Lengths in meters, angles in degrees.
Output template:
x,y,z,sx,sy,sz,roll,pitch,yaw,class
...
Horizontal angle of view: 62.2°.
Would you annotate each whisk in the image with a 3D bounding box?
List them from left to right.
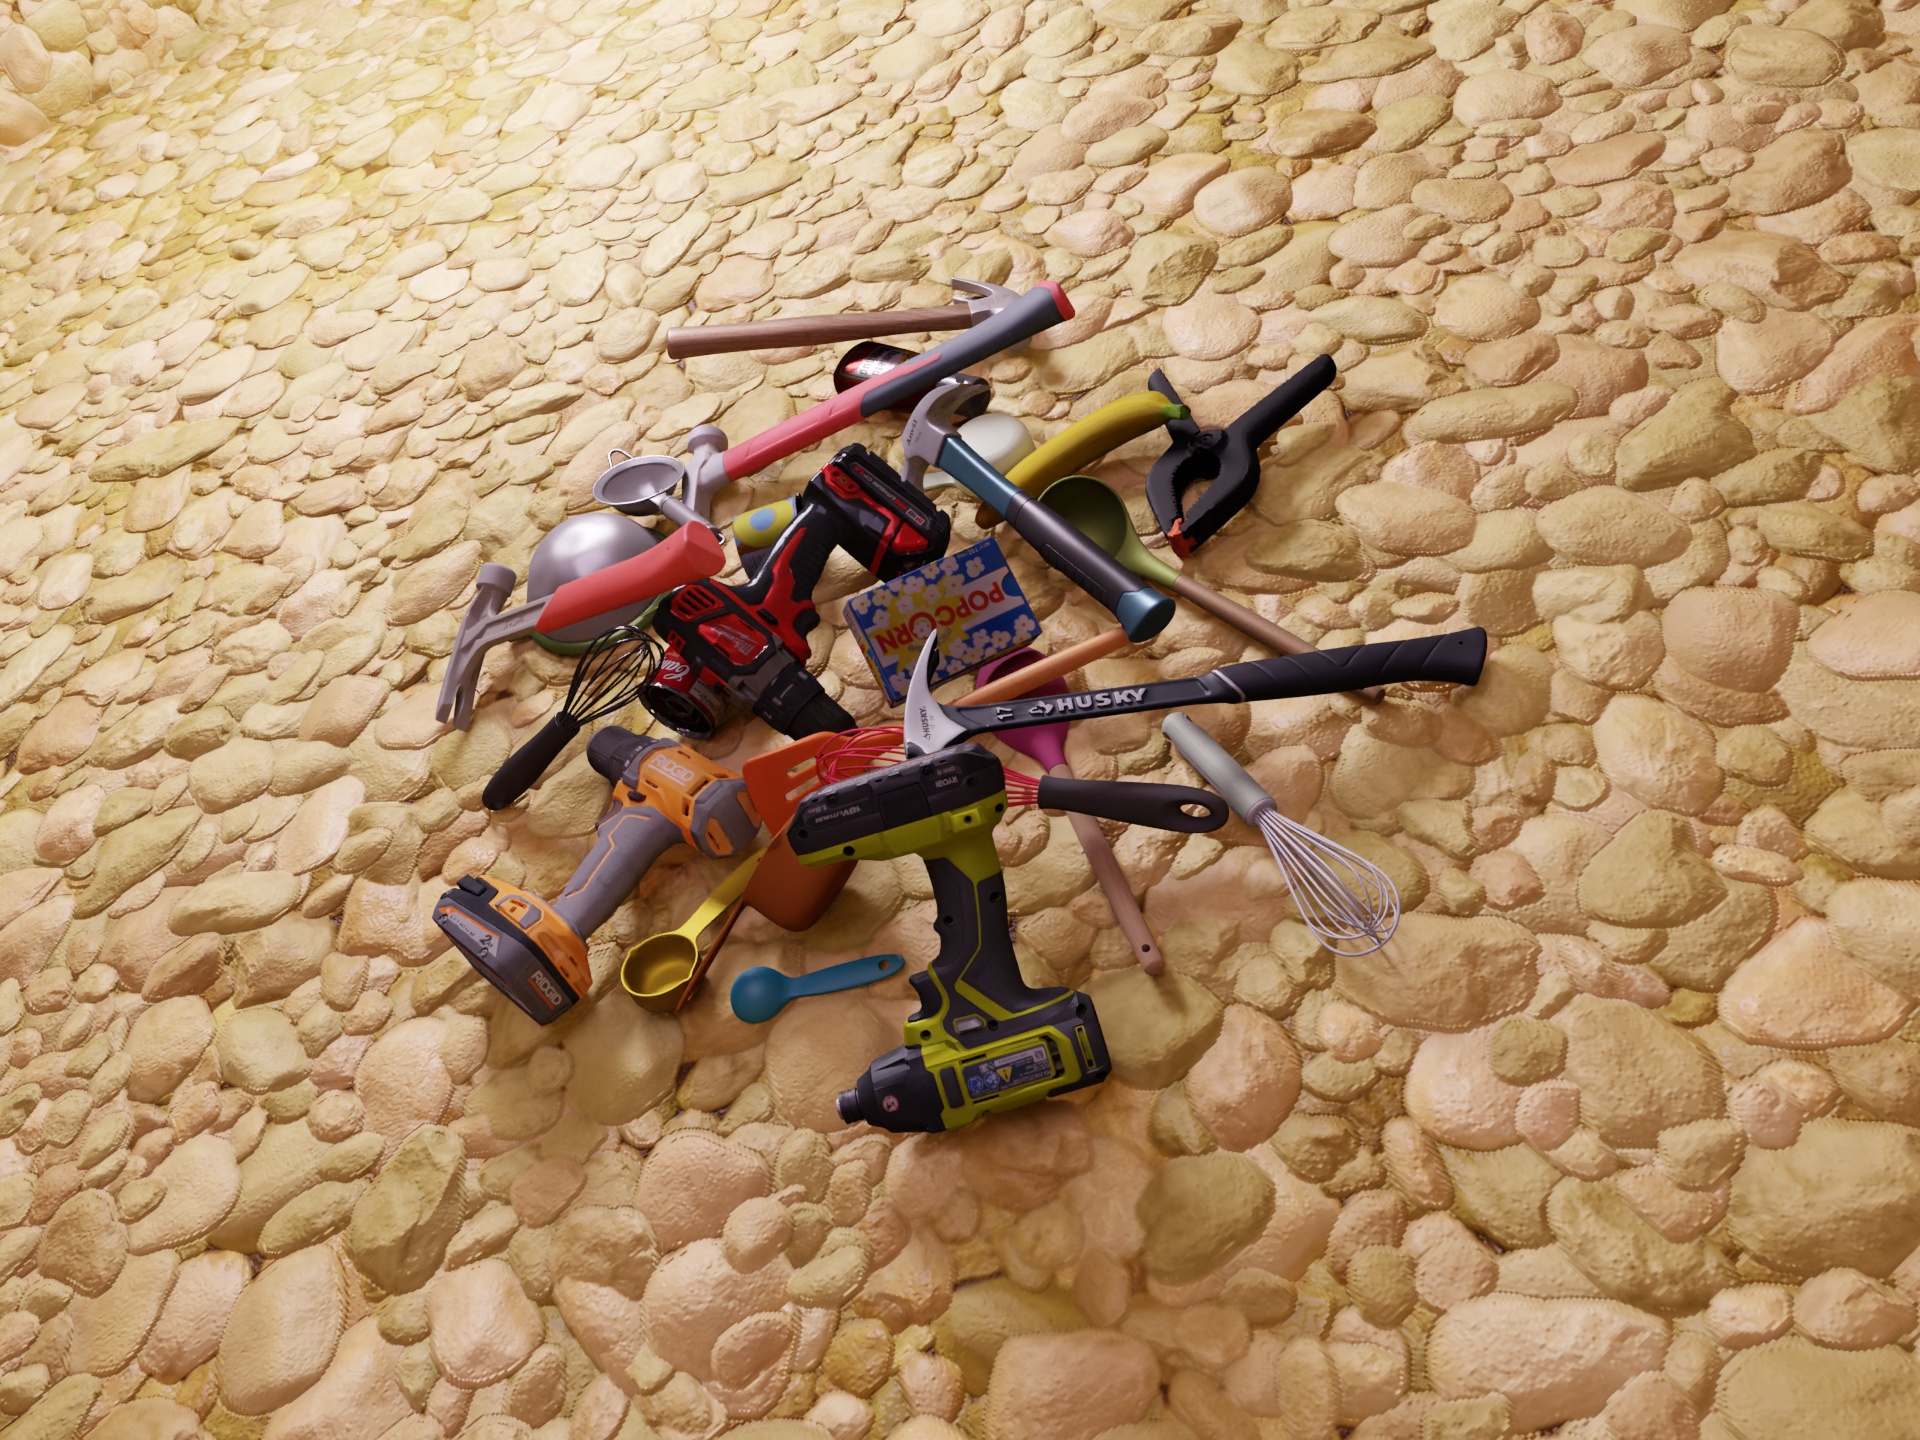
x,y,z,sx,sy,sz,roll,pitch,yaw,class
-0.307,0.003,1.231,0.239,0.055,0.055,-40,40,31,whisk
0.038,0.048,1.098,0.296,0.073,0.073,6,55,17,whisk
0.204,0.067,1.054,0.059,0.057,0.247,-46,44,7,whisk

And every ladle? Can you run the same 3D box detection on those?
x,y,z,sx,sy,sz,roll,pitch,yaw,class
0.179,-0.094,1.188,0.320,0.062,0.078,35,98,34,ladle

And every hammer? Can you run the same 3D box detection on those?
x,y,z,sx,sy,sz,roll,pitch,yaw,class
-0.306,-0.086,1.257,0.359,0.036,0.149,-11,62,46,hammer
-0.105,-0.365,1.470,0.331,0.031,0.130,-6,34,-3,hammer
-0.077,-0.273,1.390,0.386,0.038,0.143,-22,48,18,hammer
0.051,-0.157,1.228,0.033,0.128,0.331,-4,35,-38,hammer
0.162,-0.023,1.091,0.409,0.036,0.149,-8,48,-3,hammer

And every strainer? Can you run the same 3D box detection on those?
x,y,z,sx,sy,sz,roll,pitch,yaw,class
-0.282,-0.125,1.373,0.256,0.069,0.151,11,57,29,strainer
-0.257,-0.186,1.389,0.087,0.050,0.259,-28,32,-18,strainer

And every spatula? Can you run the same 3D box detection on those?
x,y,z,sx,sy,sz,roll,pitch,yaw,class
-0.002,-0.004,1.171,0.322,0.081,0.041,-24,18,3,spatula

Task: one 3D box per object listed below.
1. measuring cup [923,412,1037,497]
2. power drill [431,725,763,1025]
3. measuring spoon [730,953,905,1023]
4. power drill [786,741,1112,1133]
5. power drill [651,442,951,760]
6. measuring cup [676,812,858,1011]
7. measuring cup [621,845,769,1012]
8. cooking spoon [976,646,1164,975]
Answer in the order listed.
x,y,z,sx,sy,sz,roll,pitch,yaw,class
-0.018,-0.222,1.374,0.167,0.038,0.083,-11,50,9,measuring cup
-0.279,0.098,1.187,0.185,0.084,0.226,25,60,41,power drill
-0.101,0.176,1.093,0.128,0.021,0.042,-15,49,11,measuring spoon
-0.019,0.139,0.984,0.171,0.080,0.223,-17,93,4,power drill
-0.103,-0.088,1.248,0.188,0.080,0.227,40,65,5,power drill
-0.129,0.139,1.101,0.052,0.095,0.174,31,78,5,measuring cup
-0.180,0.150,1.149,0.062,0.029,0.156,16,48,34,measuring cup
0.079,0.053,1.128,0.069,0.017,0.319,-24,47,1,cooking spoon
